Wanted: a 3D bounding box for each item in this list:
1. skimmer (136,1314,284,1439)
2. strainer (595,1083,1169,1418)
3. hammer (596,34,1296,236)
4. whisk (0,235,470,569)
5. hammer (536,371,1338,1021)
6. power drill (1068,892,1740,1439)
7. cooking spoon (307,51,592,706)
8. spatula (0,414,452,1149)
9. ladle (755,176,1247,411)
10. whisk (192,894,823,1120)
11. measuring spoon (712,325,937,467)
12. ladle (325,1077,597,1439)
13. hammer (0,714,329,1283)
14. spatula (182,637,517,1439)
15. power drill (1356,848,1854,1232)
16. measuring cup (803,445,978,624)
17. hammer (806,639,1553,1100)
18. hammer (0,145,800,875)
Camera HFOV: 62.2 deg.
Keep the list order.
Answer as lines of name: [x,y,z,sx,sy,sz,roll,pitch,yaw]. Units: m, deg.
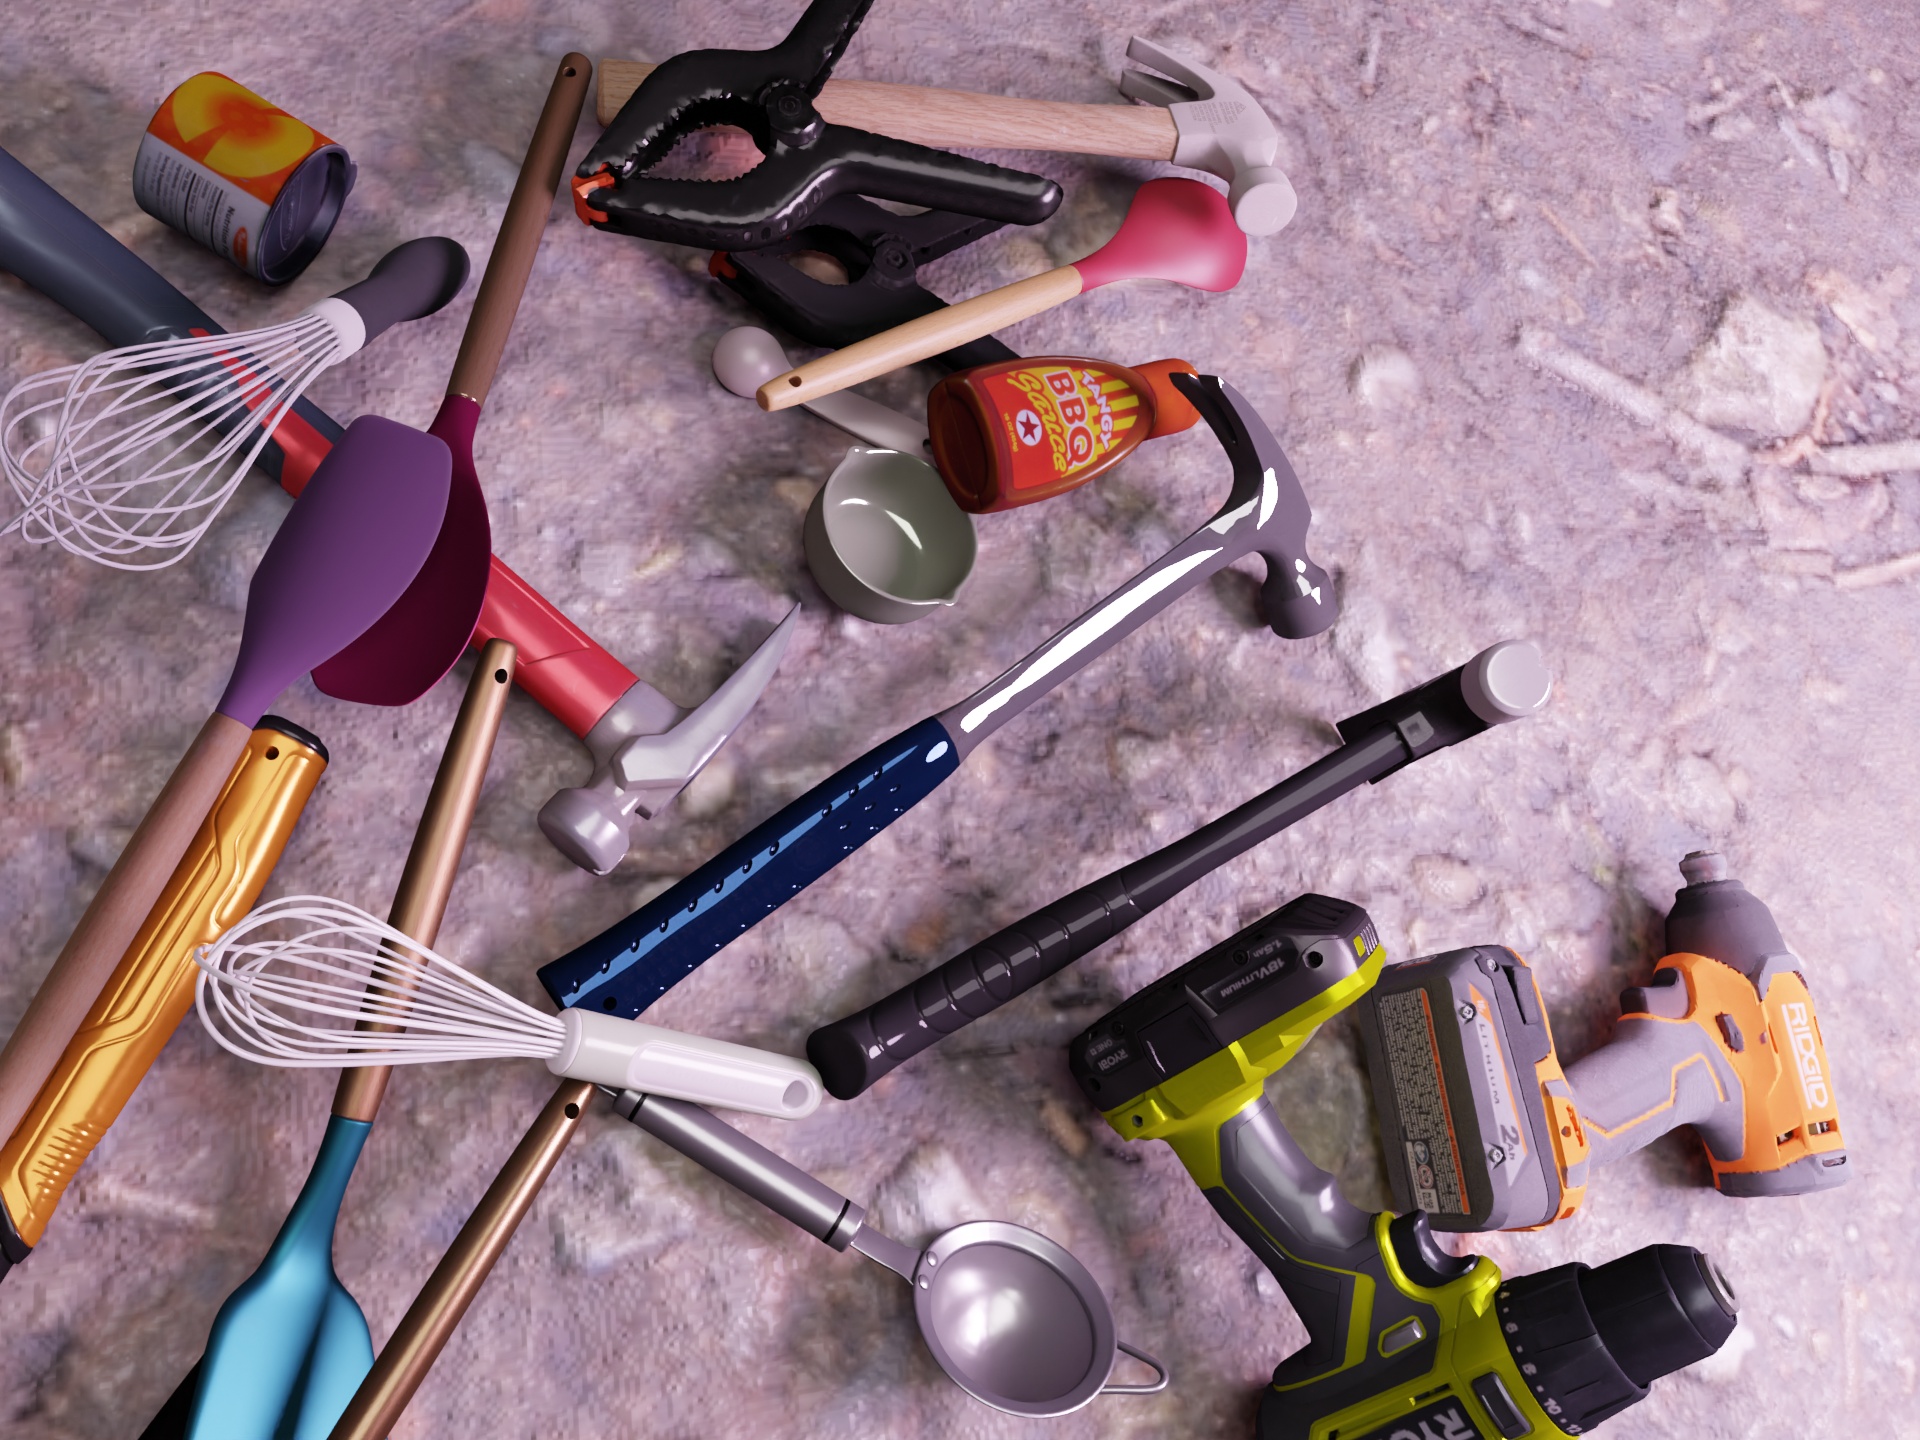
skimmer: [-0.329,0.308,0.428,0.090,0.127,0.363,14,36,10]
strainer: [-0.039,0.204,0.628,0.258,0.050,0.087,32,32,0]
hammer: [-0.007,-0.295,0.774,0.331,0.031,0.130,0,51,-12]
whisk: [-0.250,-0.133,0.586,0.070,0.070,0.285,31,32,-7]
hammer: [-0.001,-0.002,0.682,0.405,0.035,0.144,-36,119,-19]
power drill: [0.166,0.188,0.632,0.228,0.190,0.080,58,23,9]
cooking spoon: [-0.197,-0.151,0.654,0.069,0.017,0.319,9,68,2]
spatula: [-0.273,0.023,0.571,0.060,0.018,0.316,22,72,9]
ladle: [0.033,-0.200,0.746,0.315,0.031,0.069,-30,85,-32]
whisk: [-0.150,0.114,0.573,0.246,0.059,0.058,22,87,-36]
measuring spoon: [-0.055,-0.149,0.738,0.124,0.018,0.034,24,68,-11]
ladle: [-0.203,0.253,0.514,0.078,0.062,0.320,45,55,-23]
hammer: [-0.313,0.151,0.559,0.127,0.034,0.337,26,68,-8]
spatula: [-0.206,0.121,0.578,0.082,0.044,0.317,26,73,-46]
power drill: [0.301,0.145,0.735,0.226,0.084,0.164,-1,74,-23]
measuring cup: [-0.003,-0.097,0.736,0.167,0.038,0.083,-31,86,-38]
hammer: [0.086,0.066,0.680,0.335,0.146,0.035,-28,84,-11]
hammer: [-0.248,-0.112,0.655,0.386,0.038,0.143,41,65,-3]
